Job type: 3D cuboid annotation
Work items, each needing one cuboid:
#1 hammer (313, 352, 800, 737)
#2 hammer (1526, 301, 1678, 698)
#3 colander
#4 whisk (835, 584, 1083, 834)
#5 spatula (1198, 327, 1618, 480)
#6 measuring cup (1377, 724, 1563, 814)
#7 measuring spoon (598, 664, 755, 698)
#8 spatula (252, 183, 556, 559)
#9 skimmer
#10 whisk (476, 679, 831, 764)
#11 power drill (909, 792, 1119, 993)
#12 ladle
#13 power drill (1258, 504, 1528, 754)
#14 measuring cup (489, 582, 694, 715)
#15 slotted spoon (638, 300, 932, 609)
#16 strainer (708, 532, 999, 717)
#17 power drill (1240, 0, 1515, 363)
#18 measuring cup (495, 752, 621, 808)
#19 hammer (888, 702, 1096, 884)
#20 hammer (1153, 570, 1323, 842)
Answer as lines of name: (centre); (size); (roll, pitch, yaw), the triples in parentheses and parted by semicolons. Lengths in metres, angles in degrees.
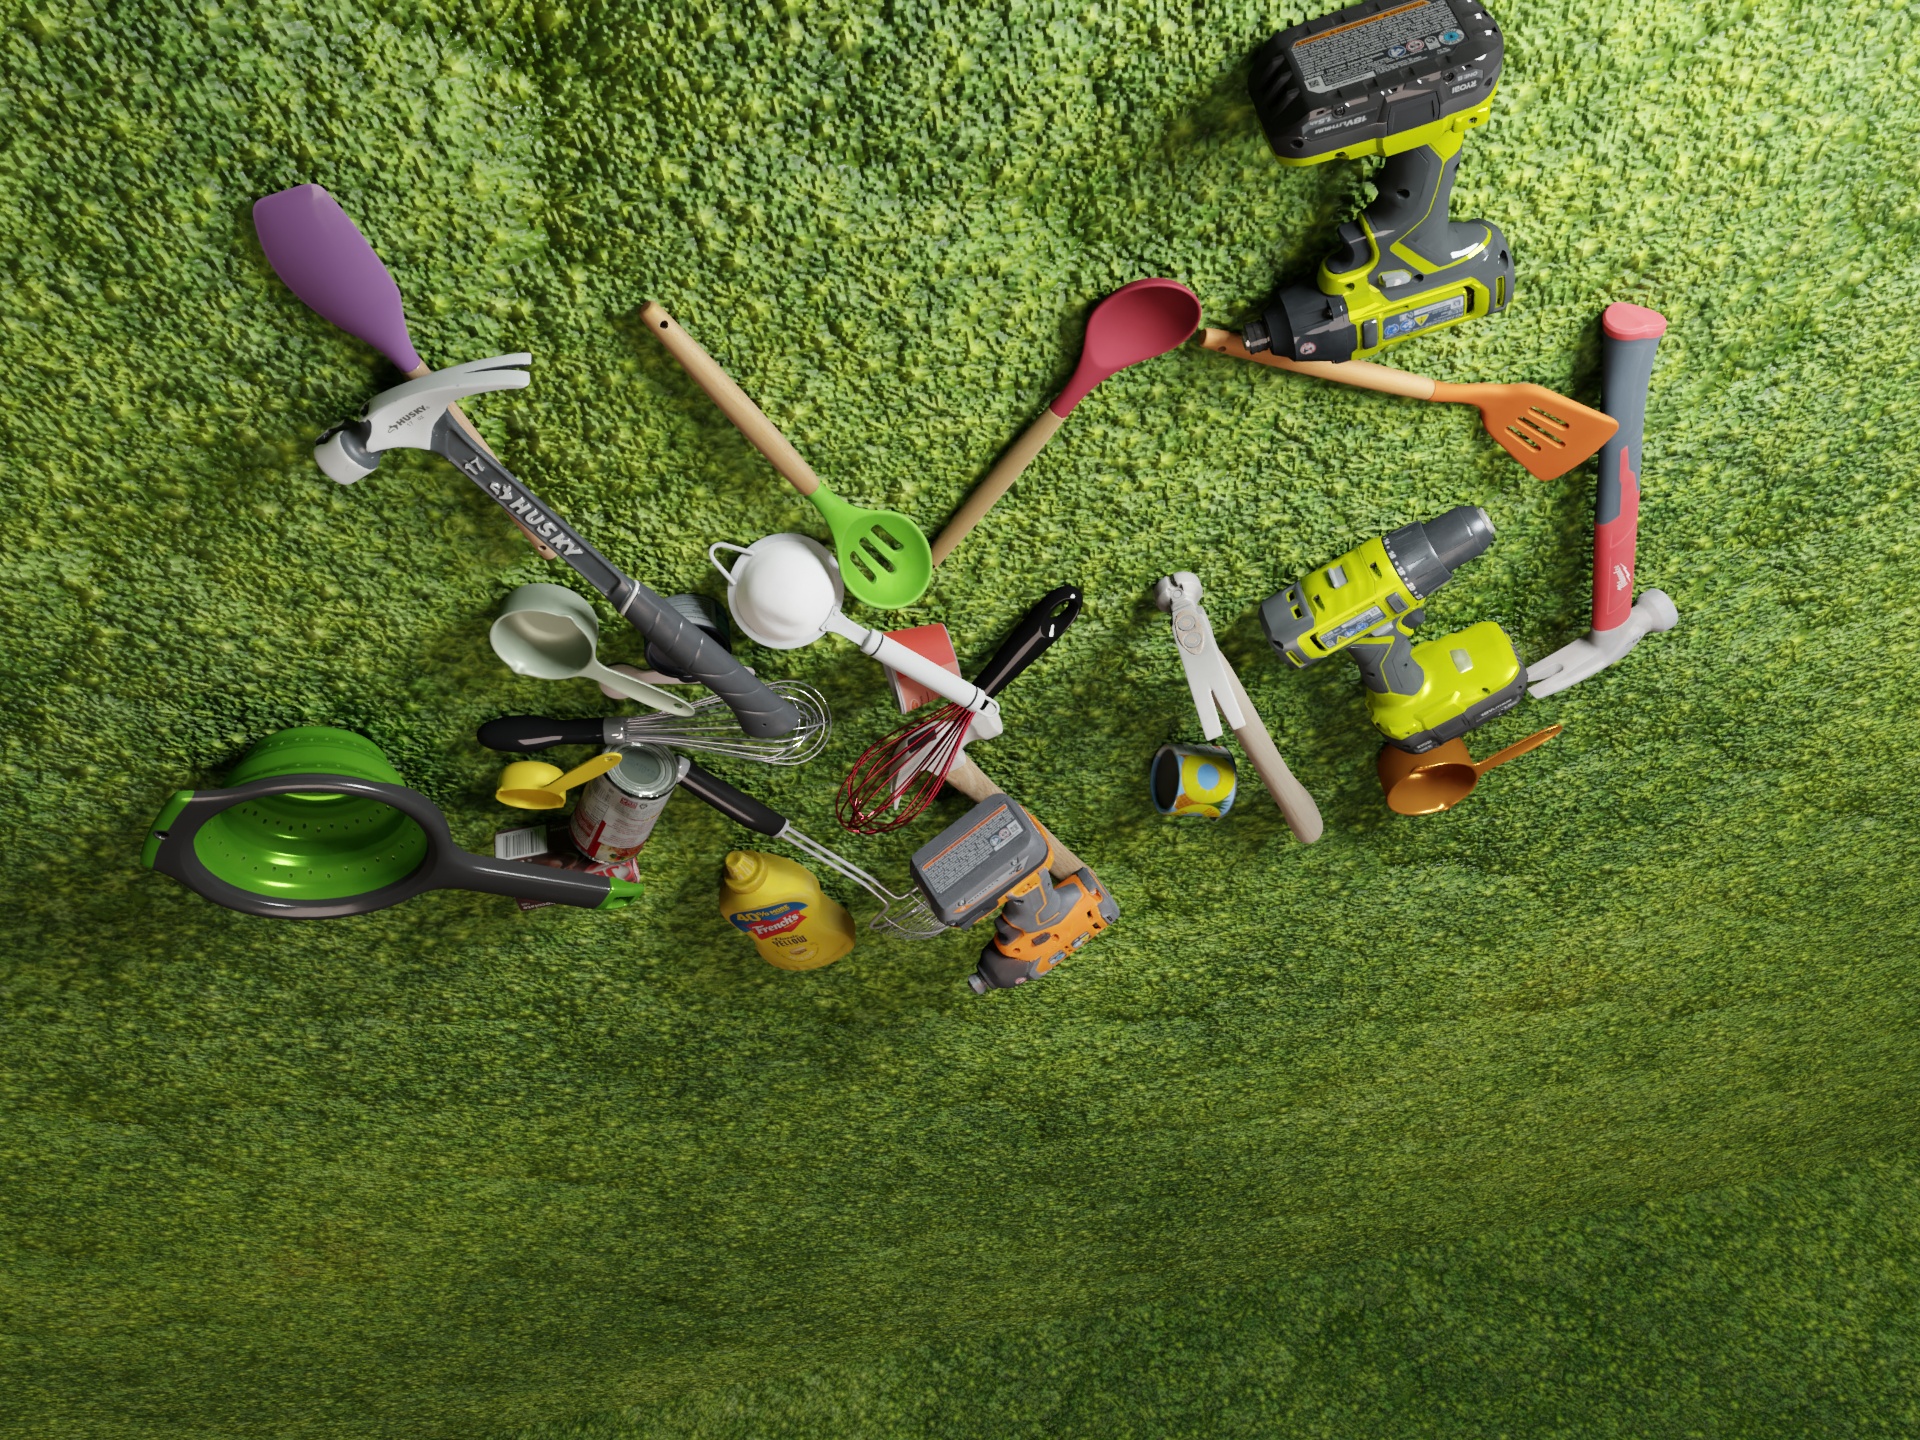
hammer: (-0.240, -0.100, 1.110); (0.149, 0.036, 0.408); (-25, 139, 19)
hammer: (0.500, -0.163, 1.244); (0.143, 0.038, 0.385); (-29, 141, -2)
colander: (-0.448, 0.087, 1.309); (0.396, 0.095, 0.204); (15, 137, -35)
whisk: (-0.002, -0.004, 1.310); (0.073, 0.073, 0.295); (25, 119, -39)
spatula: (0.312, -0.231, 1.121); (0.322, 0.041, 0.081); (7, 154, -21)
measuring cup: (0.478, 0.027, 1.506); (0.173, 0.052, 0.095); (-28, 141, 19)
measuring spoon: (-0.226, -0.031, 1.270); (0.124, 0.018, 0.034); (-4, 143, -11)
spatula: (-0.336, -0.205, 1.005); (0.060, 0.018, 0.315); (-15, 143, 10)
skimmer: (-0.123, 0.107, 1.474); (0.127, 0.090, 0.363); (-39, 126, 24)
whisk: (-0.247, 0.008, 1.287); (0.284, 0.070, 0.070); (-3, 143, -3)
power drill: (0.042, 0.175, 1.486); (0.164, 0.084, 0.226); (-38, 142, 3)
ladle: (0.055, -0.198, 1.111); (0.069, 0.031, 0.315); (17, 138, -29)
power drill: (0.380, -0.076, 1.321); (0.190, 0.080, 0.228); (-30, 137, 23)
measuring cup: (-0.270, -0.050, 1.196); (0.167, 0.038, 0.083); (27, 135, -30)
slotted spoon: (-0.116, -0.178, 1.090); (0.070, 0.031, 0.313); (-50, 135, -5)
strainer: (-0.072, -0.063, 1.194); (0.258, 0.050, 0.087); (29, 96, -24)
power drill: (0.247, -0.313, 0.966); (0.171, 0.080, 0.223); (-16, 147, 7)
measuring cup: (-0.323, 0.039, 1.299); (0.156, 0.029, 0.062); (-22, 150, 40)
hammer: (0.043, 0.091, 1.494); (0.130, 0.031, 0.331); (-25, 142, 17)
hammer: (0.262, 0.028, 1.392); (0.038, 0.146, 0.410); (-23, 147, 14)
